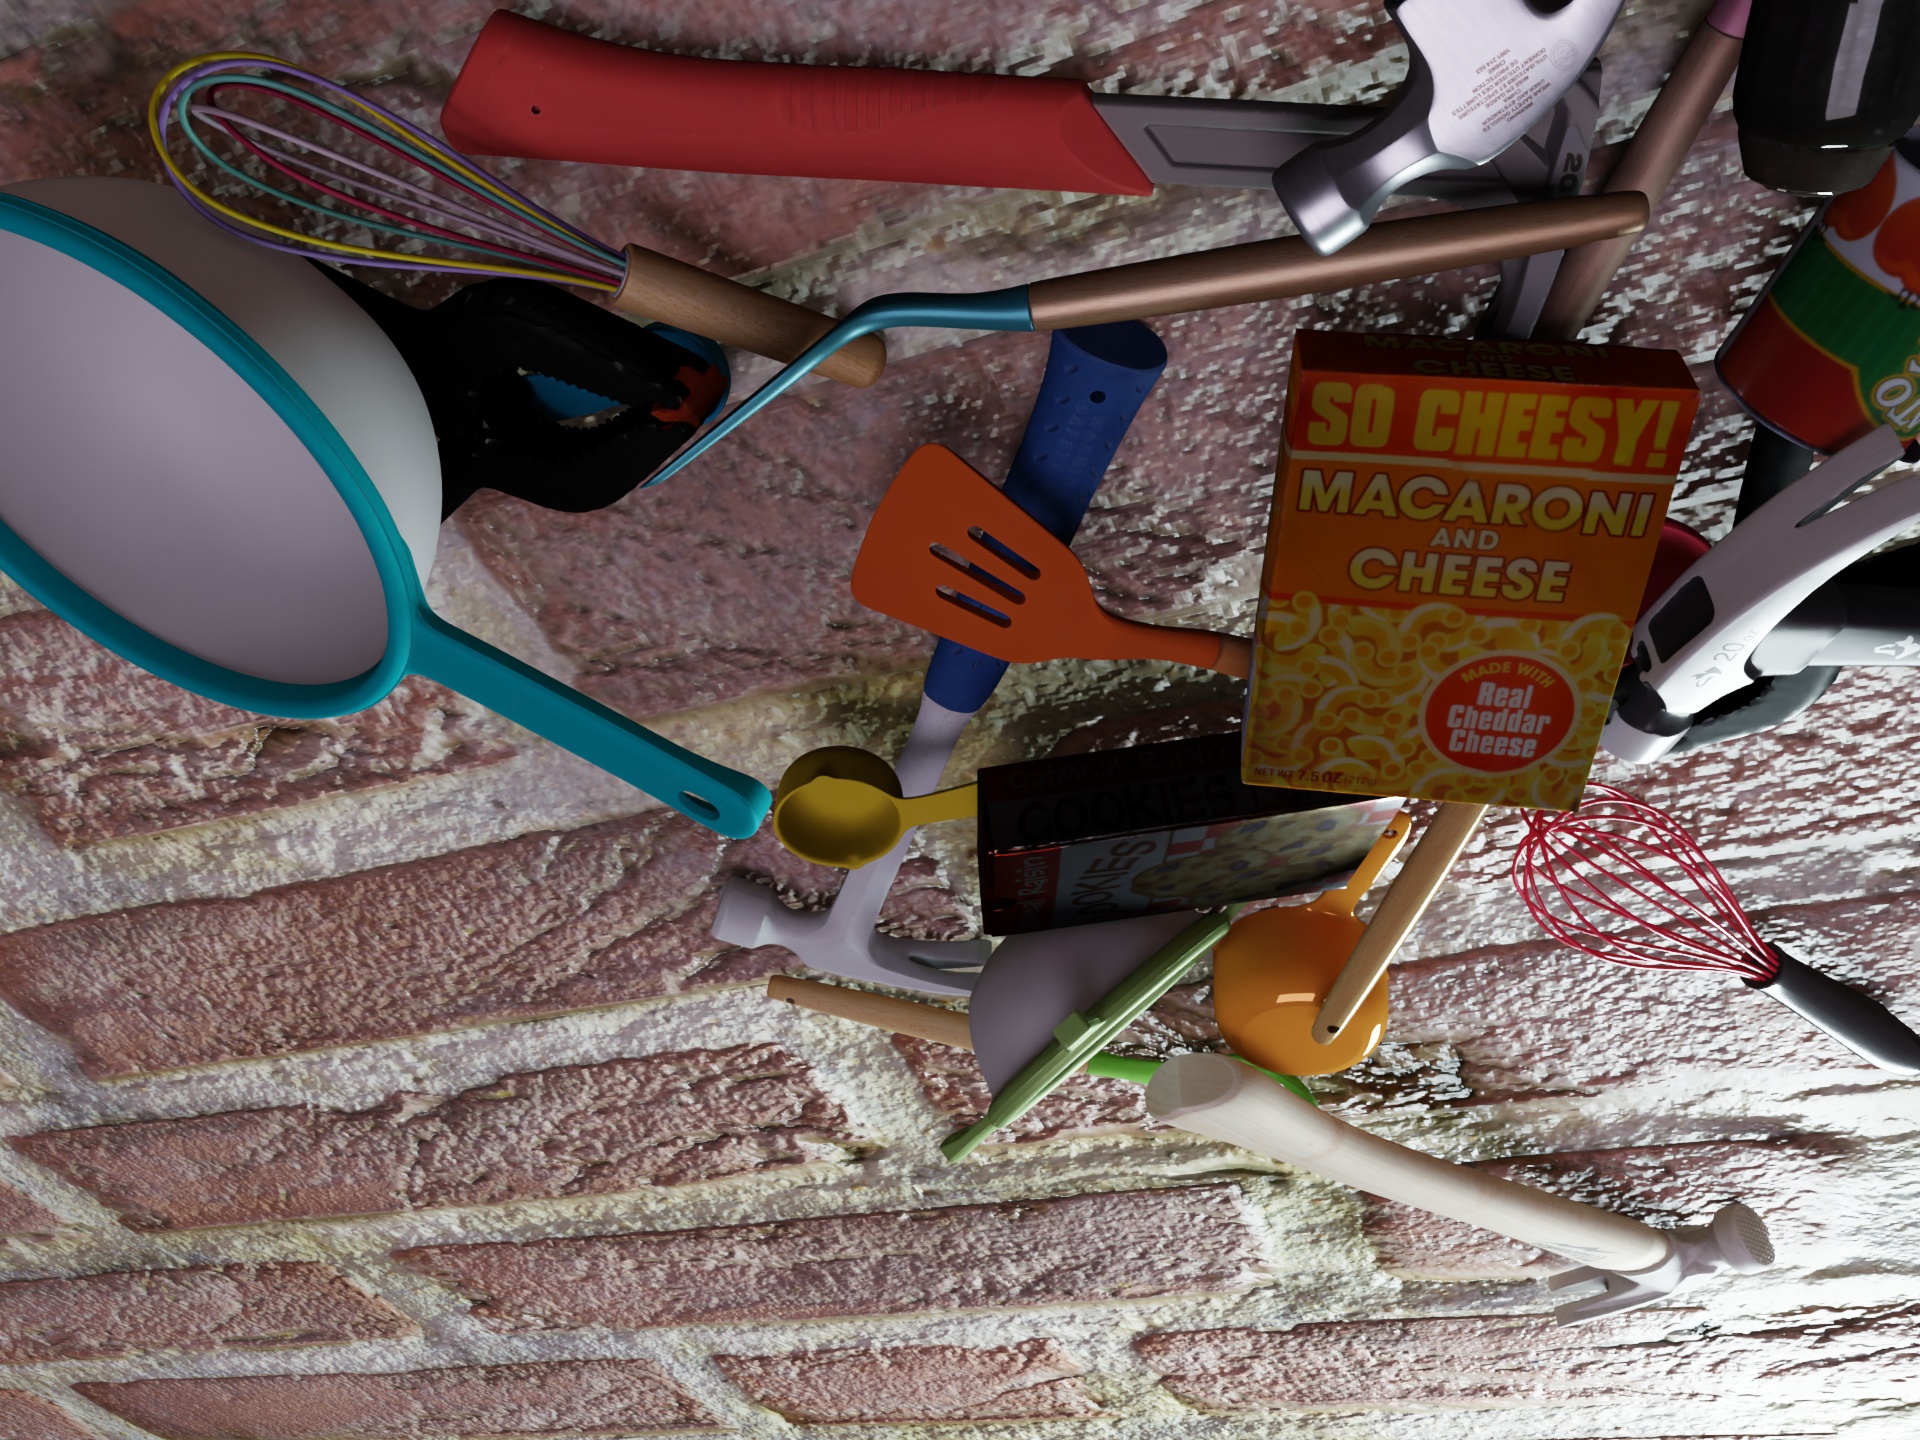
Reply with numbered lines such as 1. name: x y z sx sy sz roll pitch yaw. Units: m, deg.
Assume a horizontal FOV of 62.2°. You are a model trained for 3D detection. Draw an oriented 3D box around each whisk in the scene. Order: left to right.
1. whisk: -0.131 -0.158 0.522 0.244 0.047 0.051 13 141 -31
2. whisk: 0.355 0.106 0.728 0.295 0.073 0.073 28 134 -24

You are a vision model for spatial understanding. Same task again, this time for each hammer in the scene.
1. hammer: -0.001 -0.002 0.698 0.144 0.035 0.405 18 135 -7
2. hammer: 0.013 -0.181 0.514 0.359 0.037 0.149 5 136 5
3. hammer: 0.057 -0.279 0.380 0.128 0.033 0.330 -31 116 23
4. hammer: 0.262 0.262 0.877 0.410 0.038 0.146 24 136 -26
5. hammer: 0.404 -0.032 0.547 0.334 0.035 0.146 2 147 -8

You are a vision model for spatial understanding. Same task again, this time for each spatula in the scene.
1. spatula: 0.050 -0.125 0.505 0.317 0.082 0.044 -7 111 11
2. spatula: 0.118 -0.030 0.626 0.322 0.041 0.081 12 135 -20

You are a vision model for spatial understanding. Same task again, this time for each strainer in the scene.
1. strainer: -0.204 -0.074 0.554 0.340 0.095 0.211 29 141 -6
2. strainer: 0.033 0.153 0.810 0.069 0.151 0.256 50 138 12

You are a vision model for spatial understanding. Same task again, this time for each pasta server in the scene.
1. pasta server: 0.219 -0.178 0.477 0.060 0.040 0.316 -4 141 -20

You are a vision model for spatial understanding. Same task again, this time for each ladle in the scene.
1. ladle: 0.210 0.037 0.659 0.069 0.031 0.315 18 130 -1

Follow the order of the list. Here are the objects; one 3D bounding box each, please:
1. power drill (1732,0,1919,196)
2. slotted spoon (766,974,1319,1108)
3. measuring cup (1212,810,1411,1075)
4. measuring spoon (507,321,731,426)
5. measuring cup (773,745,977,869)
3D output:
1. power drill: 0.130 -0.211 0.356 0.226 0.080 0.187 -1 125 3
2. slotted spoon: 0.046 0.181 0.883 0.313 0.031 0.070 13 136 0
3. measuring cup: 0.179 0.113 0.768 0.095 0.052 0.173 14 138 -3
4. measuring spoon: -0.142 -0.131 0.612 0.128 0.021 0.042 -2 129 25
5. measuring cup: -0.005 0.027 0.691 0.156 0.029 0.062 -11 134 5
